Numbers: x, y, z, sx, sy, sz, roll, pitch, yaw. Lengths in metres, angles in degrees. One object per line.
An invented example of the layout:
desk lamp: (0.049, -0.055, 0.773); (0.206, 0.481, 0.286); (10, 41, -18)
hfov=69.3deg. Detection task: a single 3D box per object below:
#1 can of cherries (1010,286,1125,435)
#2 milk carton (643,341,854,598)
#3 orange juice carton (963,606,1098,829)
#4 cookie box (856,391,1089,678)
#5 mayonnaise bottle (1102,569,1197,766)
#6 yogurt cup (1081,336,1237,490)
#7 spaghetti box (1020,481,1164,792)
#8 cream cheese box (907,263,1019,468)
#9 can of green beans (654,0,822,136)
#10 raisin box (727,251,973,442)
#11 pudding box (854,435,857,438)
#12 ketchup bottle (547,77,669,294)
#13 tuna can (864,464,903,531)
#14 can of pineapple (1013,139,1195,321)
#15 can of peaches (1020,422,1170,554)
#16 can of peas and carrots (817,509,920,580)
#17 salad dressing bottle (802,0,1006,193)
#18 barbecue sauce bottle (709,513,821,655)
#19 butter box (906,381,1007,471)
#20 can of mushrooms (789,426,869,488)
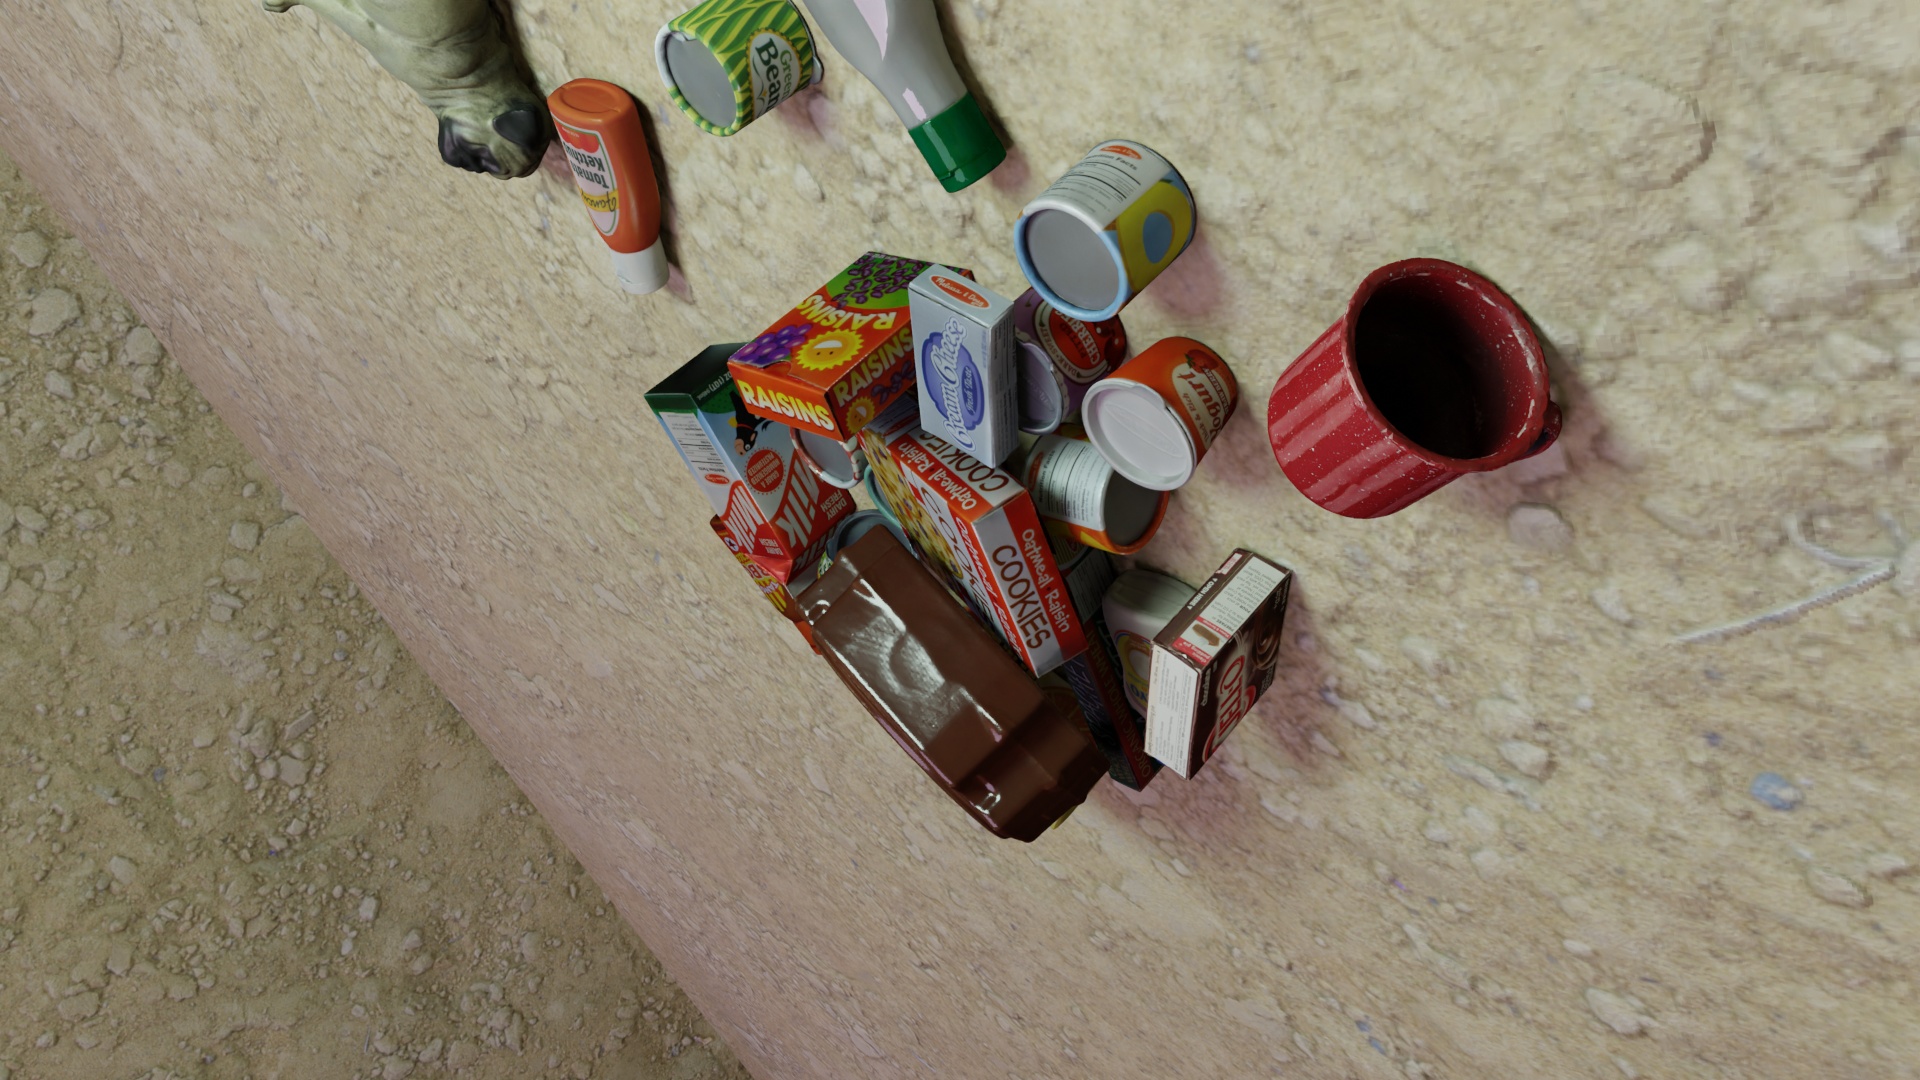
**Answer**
can of cherries: (0.047, -0.100, 0.737); (0.071, 0.058, 0.071); (33, 148, 24)
milk carton: (-0.147, -0.050, 1.043); (0.073, 0.073, 0.190); (6, 132, 49)
orange juice carton: (0.022, 0.120, 1.036); (0.193, 0.073, 0.071); (37, 153, 15)
cookie box: (0.003, -0.010, 0.822); (0.168, 0.040, 0.122); (43, 162, 51)
mayonnaise bottle: (0.130, 0.086, 0.883); (0.065, 0.041, 0.147); (20, 142, 35)
yogurt cup: (0.104, -0.067, 0.708); (0.072, 0.054, 0.072); (33, 149, 23)
spaghetti box: (0.087, 0.062, 0.901); (0.029, 0.050, 0.249); (16, 140, 45)
cream cheese box: (0.003, -0.088, 0.720); (0.053, 0.024, 0.103); (32, 149, 27)
can of green beans: (-0.122, -0.261, 0.751); (0.071, 0.058, 0.071); (32, 149, 23)
raisin box: (-0.059, -0.113, 0.790); (0.086, 0.124, 0.040); (20, 143, 39)
pudding box: (-0.076, -0.103, 0.924); (0.084, 0.030, 0.049); (36, 149, 16)
ketchup bottle: (-0.232, -0.236, 0.944); (0.065, 0.044, 0.148); (29, 148, 27)
tuna can: (-0.033, -0.038, 0.948); (0.071, 0.033, 0.070); (32, 149, 22)
can of pineapple: (0.068, -0.143, 0.653); (0.071, 0.058, 0.070); (32, 149, 23)
can of peaches: (0.078, -0.030, 0.782); (0.058, 0.071, 0.071); (16, 140, 41)
can of peas and carrots: (-0.071, 0.018, 1.032); (0.071, 0.071, 0.058); (44, 152, 3)
salad dressing bottle: (-0.030, -0.241, 0.674); (0.064, 0.044, 0.147); (-5, 125, 53)
barbecue sauce bottle: (-0.149, 0.030, 1.179); (0.065, 0.044, 0.148); (-7, 123, 55)
butter box: (-0.006, -0.074, 0.875); (0.053, 0.024, 0.103); (20, 142, 40)
can of mushrooms: (-0.087, -0.073, 0.975); (0.071, 0.033, 0.070); (33, 150, 23)
